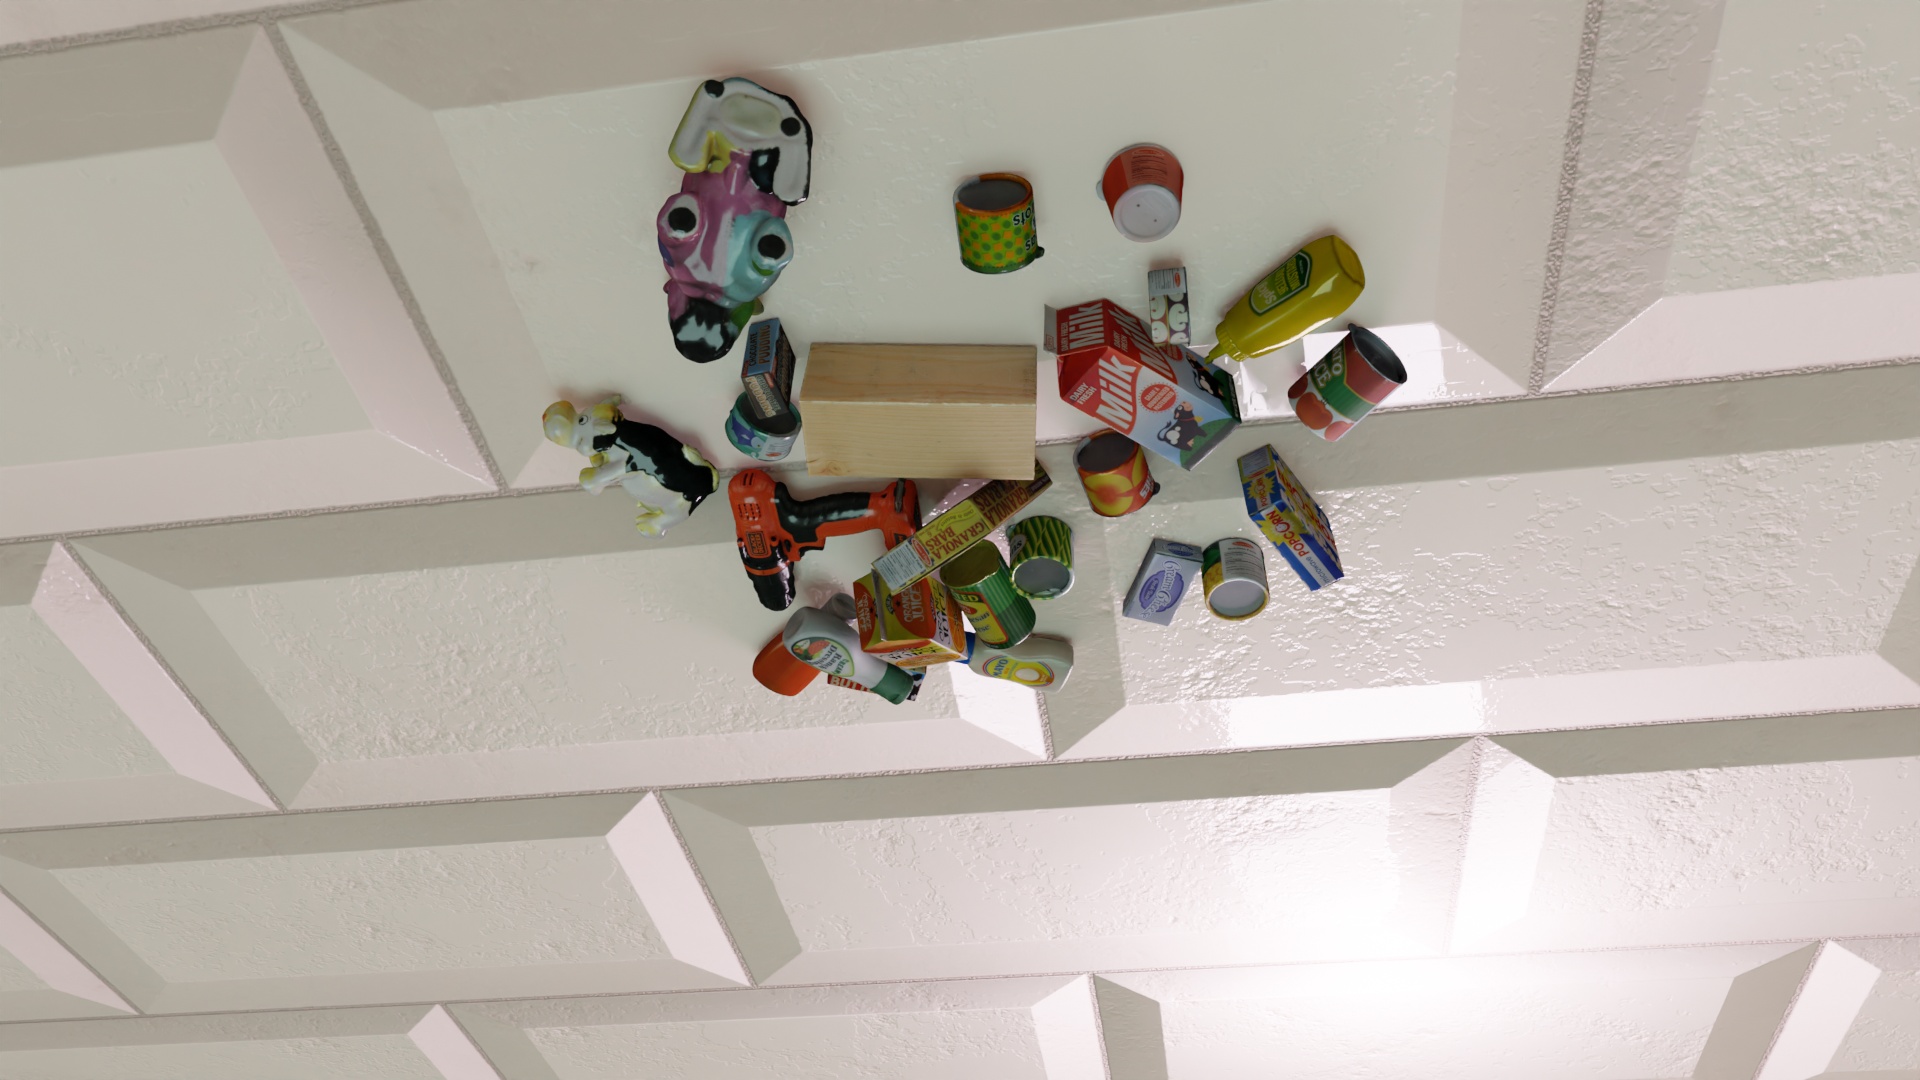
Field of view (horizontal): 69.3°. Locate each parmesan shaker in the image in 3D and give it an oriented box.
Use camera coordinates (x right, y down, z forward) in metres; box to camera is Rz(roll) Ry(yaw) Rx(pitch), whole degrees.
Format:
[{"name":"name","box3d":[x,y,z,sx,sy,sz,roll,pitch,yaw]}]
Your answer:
[{"name":"parmesan shaker","box3d":[0.031,0.057,1.434,0.071,0.072,0.102,-17,130,18]}]

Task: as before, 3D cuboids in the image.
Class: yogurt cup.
[{"name":"yogurt cup","box3d":[0.149,-0.278,1.123,0.072,0.054,0.072,1,133,1]}]

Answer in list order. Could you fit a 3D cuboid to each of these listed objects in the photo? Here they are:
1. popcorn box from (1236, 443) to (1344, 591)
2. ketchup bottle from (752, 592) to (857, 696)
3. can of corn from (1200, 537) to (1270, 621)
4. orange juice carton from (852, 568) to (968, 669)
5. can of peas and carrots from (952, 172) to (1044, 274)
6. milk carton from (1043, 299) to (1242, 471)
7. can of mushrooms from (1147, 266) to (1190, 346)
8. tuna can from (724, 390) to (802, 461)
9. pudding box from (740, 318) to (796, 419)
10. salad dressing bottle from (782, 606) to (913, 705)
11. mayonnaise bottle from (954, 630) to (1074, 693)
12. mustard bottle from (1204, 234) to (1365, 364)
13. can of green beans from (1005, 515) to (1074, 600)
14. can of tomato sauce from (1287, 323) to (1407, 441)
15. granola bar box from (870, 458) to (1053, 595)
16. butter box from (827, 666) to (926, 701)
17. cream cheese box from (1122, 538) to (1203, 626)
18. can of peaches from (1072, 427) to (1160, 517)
[{"name":"popcorn box","box3d":[0.318,-0.021,1.336,0.038,0.085,0.126,-29,125,25]},{"name":"ketchup bottle","box3d":[-0.164,0.112,1.513,0.064,0.044,0.148,30,128,-22]},{"name":"can of corn","box3d":[0.279,0.042,1.416,0.071,0.058,0.070,1,133,2]},{"name":"orange juice carton","box3d":[-0.054,0.079,1.395,0.073,0.072,0.192,-11,165,13]},{"name":"can of peas and carrots","box3d":[0.031,-0.260,1.137,0.071,0.071,0.058,-4,132,6]},{"name":"milk carton","box3d":[0.151,-0.146,1.235,0.190,0.073,0.073,27,129,-21]},{"name":"can of mushrooms","box3d":[0.179,-0.197,1.189,0.033,0.071,0.070,-4,133,8]},{"name":"tuna can","box3d":[-0.184,-0.110,1.292,0.071,0.071,0.032,20,130,-16]},{"name":"pudding box","box3d":[-0.171,-0.154,1.235,0.030,0.084,0.049,-12,131,10]},{"name":"salad dressing bottle","box3d":[-0.116,0.124,1.462,0.147,0.044,0.064,34,129,-24]},{"name":"mayonnaise bottle","box3d":[0.046,0.126,1.518,0.148,0.041,0.064,13,134,-10]},{"name":"mustard bottle","box3d":[0.269,-0.195,1.191,0.049,0.065,0.159,32,131,-30]},{"name":"can of green beans","box3d":[0.082,0.018,1.403,0.071,0.058,0.071,1,133,2]},{"name":"can of tomato sauce","box3d":[0.342,-0.140,1.237,0.071,0.071,0.082,27,130,-21]},{"name":"granola bar box","box3d":[0.005,-0.016,1.304,0.124,0.166,0.039,-33,92,29]},{"name":"butter box","box3d":[-0.094,0.147,1.556,0.103,0.024,0.052,12,132,-9]},{"name":"cream cheese box","box3d":[0.209,0.045,1.445,0.053,0.024,0.103,12,133,-9]},{"name":"can of peaches","box3d":[0.147,-0.065,1.315,0.071,0.071,0.057,-14,130,16]}]
